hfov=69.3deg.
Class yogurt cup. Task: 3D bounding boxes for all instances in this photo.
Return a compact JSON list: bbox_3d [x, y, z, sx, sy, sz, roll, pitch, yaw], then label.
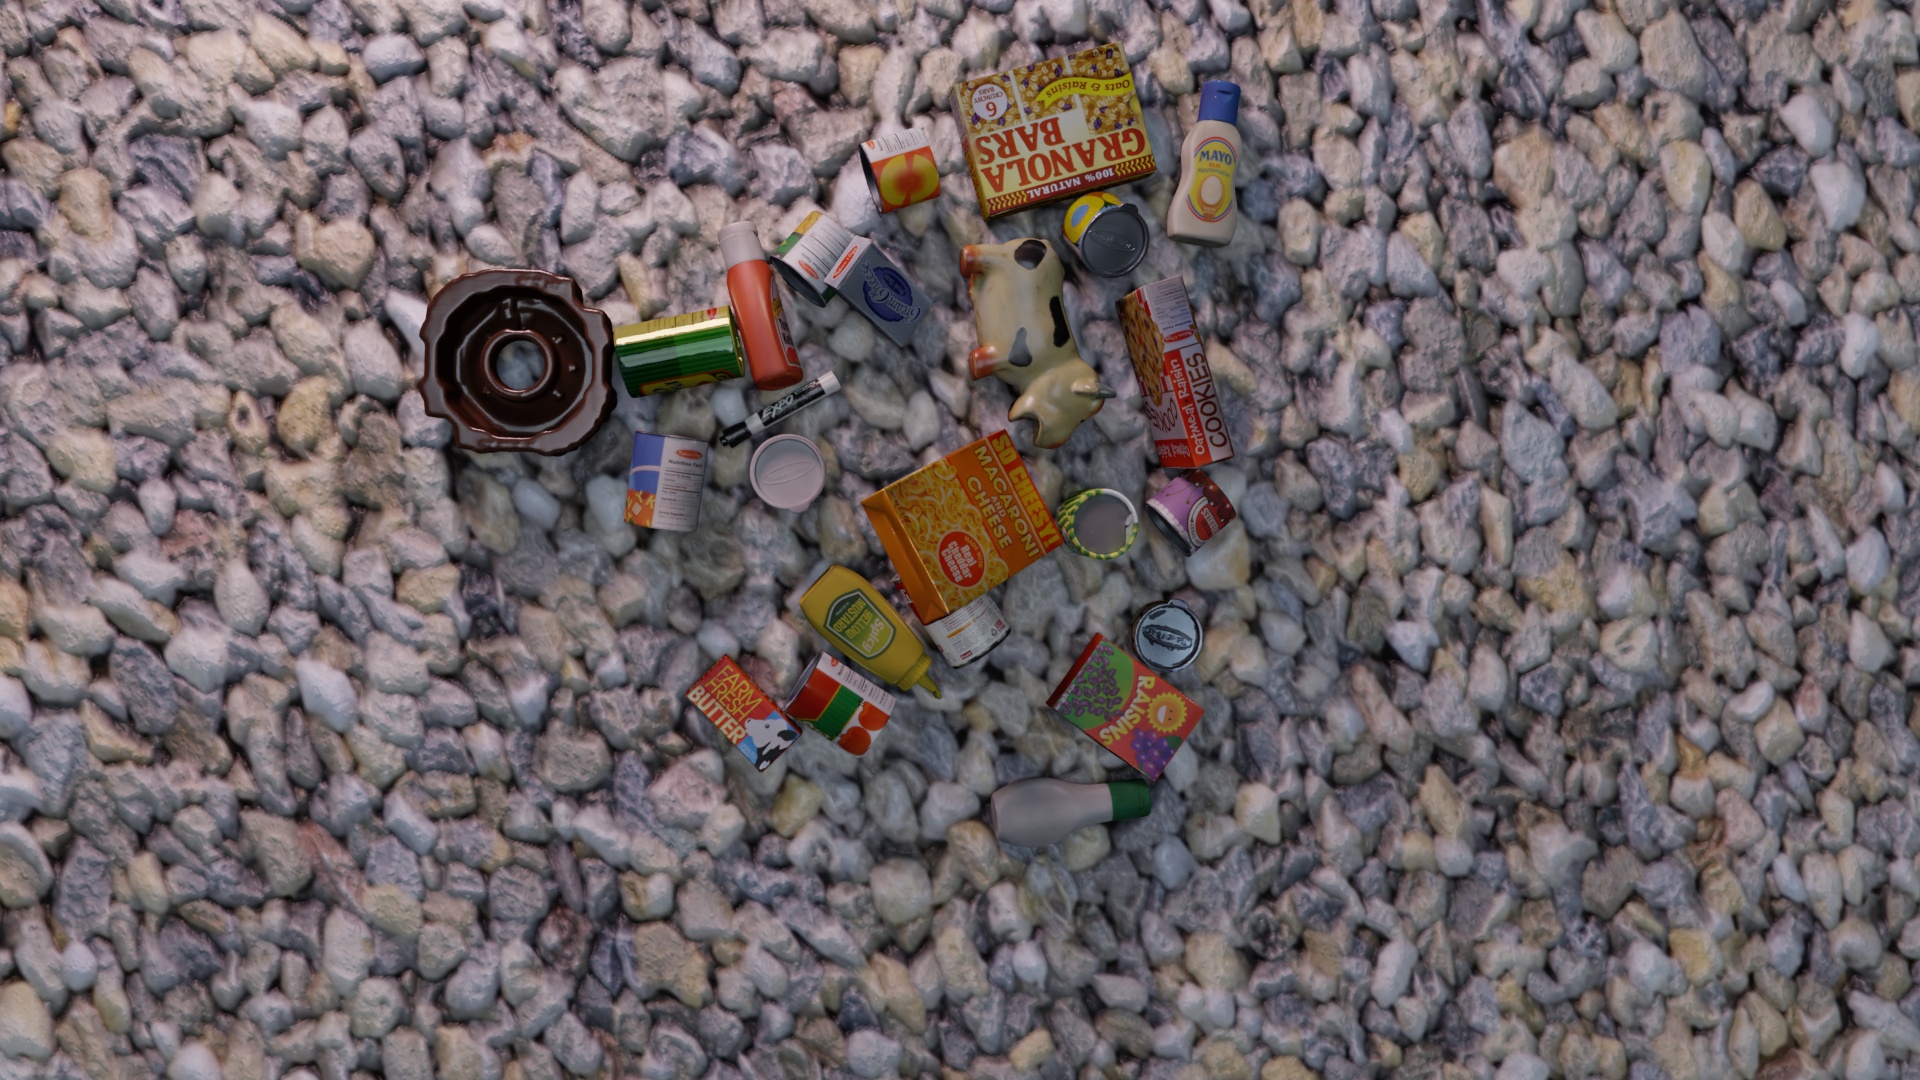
[{"bbox_3d":[-0.156,-0.062,1.263,0.072,0.054,0.072,0,93,-7],"label":"yogurt cup"}]

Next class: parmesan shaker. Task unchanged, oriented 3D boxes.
[{"bbox_3d":[-0.250,-0.169,1.243,0.103,0.071,0.071,-12,94,-3],"label":"parmesan shaker"}]

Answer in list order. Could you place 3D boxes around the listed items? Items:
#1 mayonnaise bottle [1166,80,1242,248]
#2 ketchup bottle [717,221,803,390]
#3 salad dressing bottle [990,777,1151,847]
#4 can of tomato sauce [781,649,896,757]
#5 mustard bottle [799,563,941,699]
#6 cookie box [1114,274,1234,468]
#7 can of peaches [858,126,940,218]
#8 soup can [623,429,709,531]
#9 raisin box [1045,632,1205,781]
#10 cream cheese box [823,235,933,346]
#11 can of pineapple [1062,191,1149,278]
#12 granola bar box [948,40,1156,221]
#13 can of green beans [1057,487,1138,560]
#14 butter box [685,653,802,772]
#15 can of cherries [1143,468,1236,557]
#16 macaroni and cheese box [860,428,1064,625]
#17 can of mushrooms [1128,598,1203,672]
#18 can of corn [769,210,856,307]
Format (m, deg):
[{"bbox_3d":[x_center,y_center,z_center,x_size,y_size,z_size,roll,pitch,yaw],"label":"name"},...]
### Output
[{"bbox_3d":[0.234,-0.353,1.304,0.065,0.041,0.148,8,92,-5],"label":"mayonnaise bottle"},{"bbox_3d":[-0.183,-0.212,1.252,0.043,0.065,0.149,-17,86,5],"label":"ketchup bottle"},{"bbox_3d":[0.104,0.252,1.313,0.148,0.044,0.064,-6,91,-7],"label":"salad dressing bottle"},{"bbox_3d":[-0.112,0.152,1.272,0.083,0.071,0.071,34,89,-8],"label":"can of tomato sauce"},{"bbox_3d":[-0.074,0.092,1.282,0.160,0.049,0.065,42,89,-6],"label":"mustard bottle"},{"bbox_3d":[0.194,-0.149,1.266,0.040,0.123,0.167,-17,94,-5],"label":"cookie box"},{"bbox_3d":[-0.054,-0.334,1.260,0.058,0.071,0.071,-19,95,-6],"label":"can of peaches"},{"bbox_3d":[-0.265,-0.054,1.247,0.071,0.071,0.083,8,93,-7],"label":"soup can"},{"bbox_3d":[0.156,0.158,1.317,0.123,0.040,0.086,36,87,-6],"label":"raisin box"},{"bbox_3d":[-0.072,-0.224,1.252,0.053,0.024,0.103,-55,138,-2],"label":"cream cheese box"},{"bbox_3d":[0.134,-0.283,1.275,0.071,0.058,0.070,-8,121,-13],"label":"can of pineapple"},{"bbox_3d":[0.086,-0.378,1.286,0.166,0.039,0.124,-17,94,-5],"label":"granola bar box"},{"bbox_3d":[0.128,-0.016,1.297,0.071,0.058,0.071,0,93,-7],"label":"can of green beans"},{"bbox_3d":[-0.200,0.159,1.282,0.053,0.024,0.103,-43,96,-2],"label":"butter box"},{"bbox_3d":[0.217,-0.027,1.301,0.058,0.071,0.071,-40,96,-4],"label":"can of cherries"},{"bbox_3d":[0.004,-0.016,1.245,0.167,0.040,0.123,-30,93,-43],"label":"macaroni and cheese box"},{"bbox_3d":[0.196,0.088,1.322,0.071,0.033,0.071,0,93,-6],"label":"can of mushrooms"},{"bbox_3d":[-0.129,-0.254,1.253,0.071,0.071,0.058,41,82,-7],"label":"can of corn"}]
